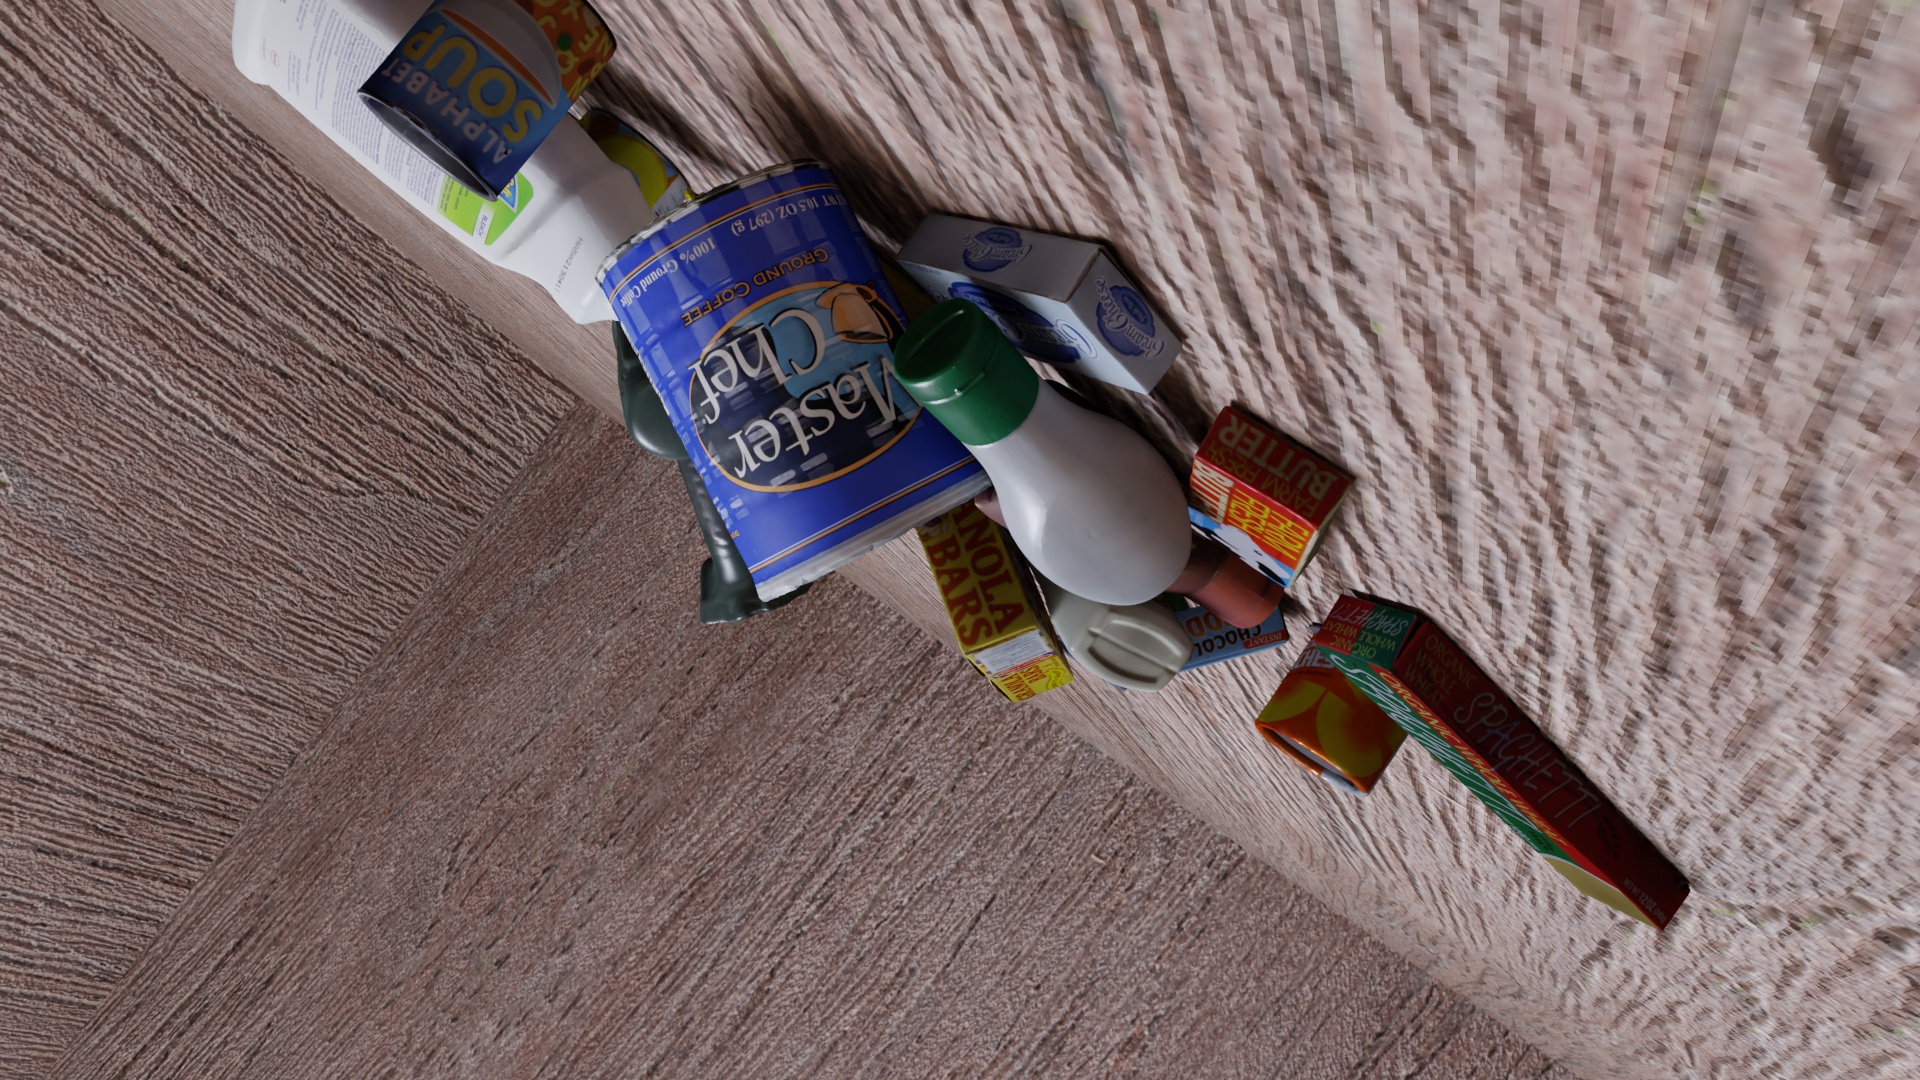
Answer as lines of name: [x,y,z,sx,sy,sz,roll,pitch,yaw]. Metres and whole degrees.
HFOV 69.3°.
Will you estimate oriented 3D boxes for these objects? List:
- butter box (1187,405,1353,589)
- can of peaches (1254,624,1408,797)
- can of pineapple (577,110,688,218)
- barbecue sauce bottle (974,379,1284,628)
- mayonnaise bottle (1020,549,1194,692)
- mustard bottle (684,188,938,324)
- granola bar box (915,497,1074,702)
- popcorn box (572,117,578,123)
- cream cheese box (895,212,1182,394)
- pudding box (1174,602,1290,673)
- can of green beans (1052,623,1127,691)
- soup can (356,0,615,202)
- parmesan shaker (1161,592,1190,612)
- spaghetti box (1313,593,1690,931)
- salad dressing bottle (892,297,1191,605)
butter box: [0.115,-0.014,0.530,0.053,0.024,0.103,34,173,14]
can of peaches: [0.188,0.086,0.696,0.071,0.058,0.071,35,173,5]
can of pineapple: [-0.185,-0.181,0.721,0.071,0.058,0.071,35,172,6]
barbecue sauce bottle: [0.078,-0.009,0.605,0.148,0.065,0.043,30,156,-25]
mayonnaise bottle: [0.060,0.010,0.673,0.065,0.041,0.149,27,-158,-28]
mustard bottle: [-0.060,-0.106,0.620,0.160,0.065,0.048,41,169,4]
granola bar box: [0.002,-0.009,0.700,0.124,0.039,0.166,54,-166,-69]
popcorn box: [-0.270,-0.246,0.778,0.126,0.038,0.085,38,171,-15]
cream cheese box: [0.026,-0.085,0.488,0.053,0.024,0.104,40,172,-38]
pudding box: [0.118,0.050,0.700,0.049,0.084,0.030,98,157,-83]
can of green beans: [0.100,0.059,0.935,0.071,0.058,0.071,35,172,6]
soup can: [-0.194,-0.194,0.572,0.071,0.084,0.071,35,173,5]
parmesan shaker: [0.087,0.032,0.786,0.071,0.071,0.103,32,172,28]
spaghetti box: [0.253,0.106,0.639,0.249,0.029,0.050,39,171,-27]
salad dressing bottle: [0.032,-0.030,0.507,0.147,0.064,0.044,43,-171,-42]
